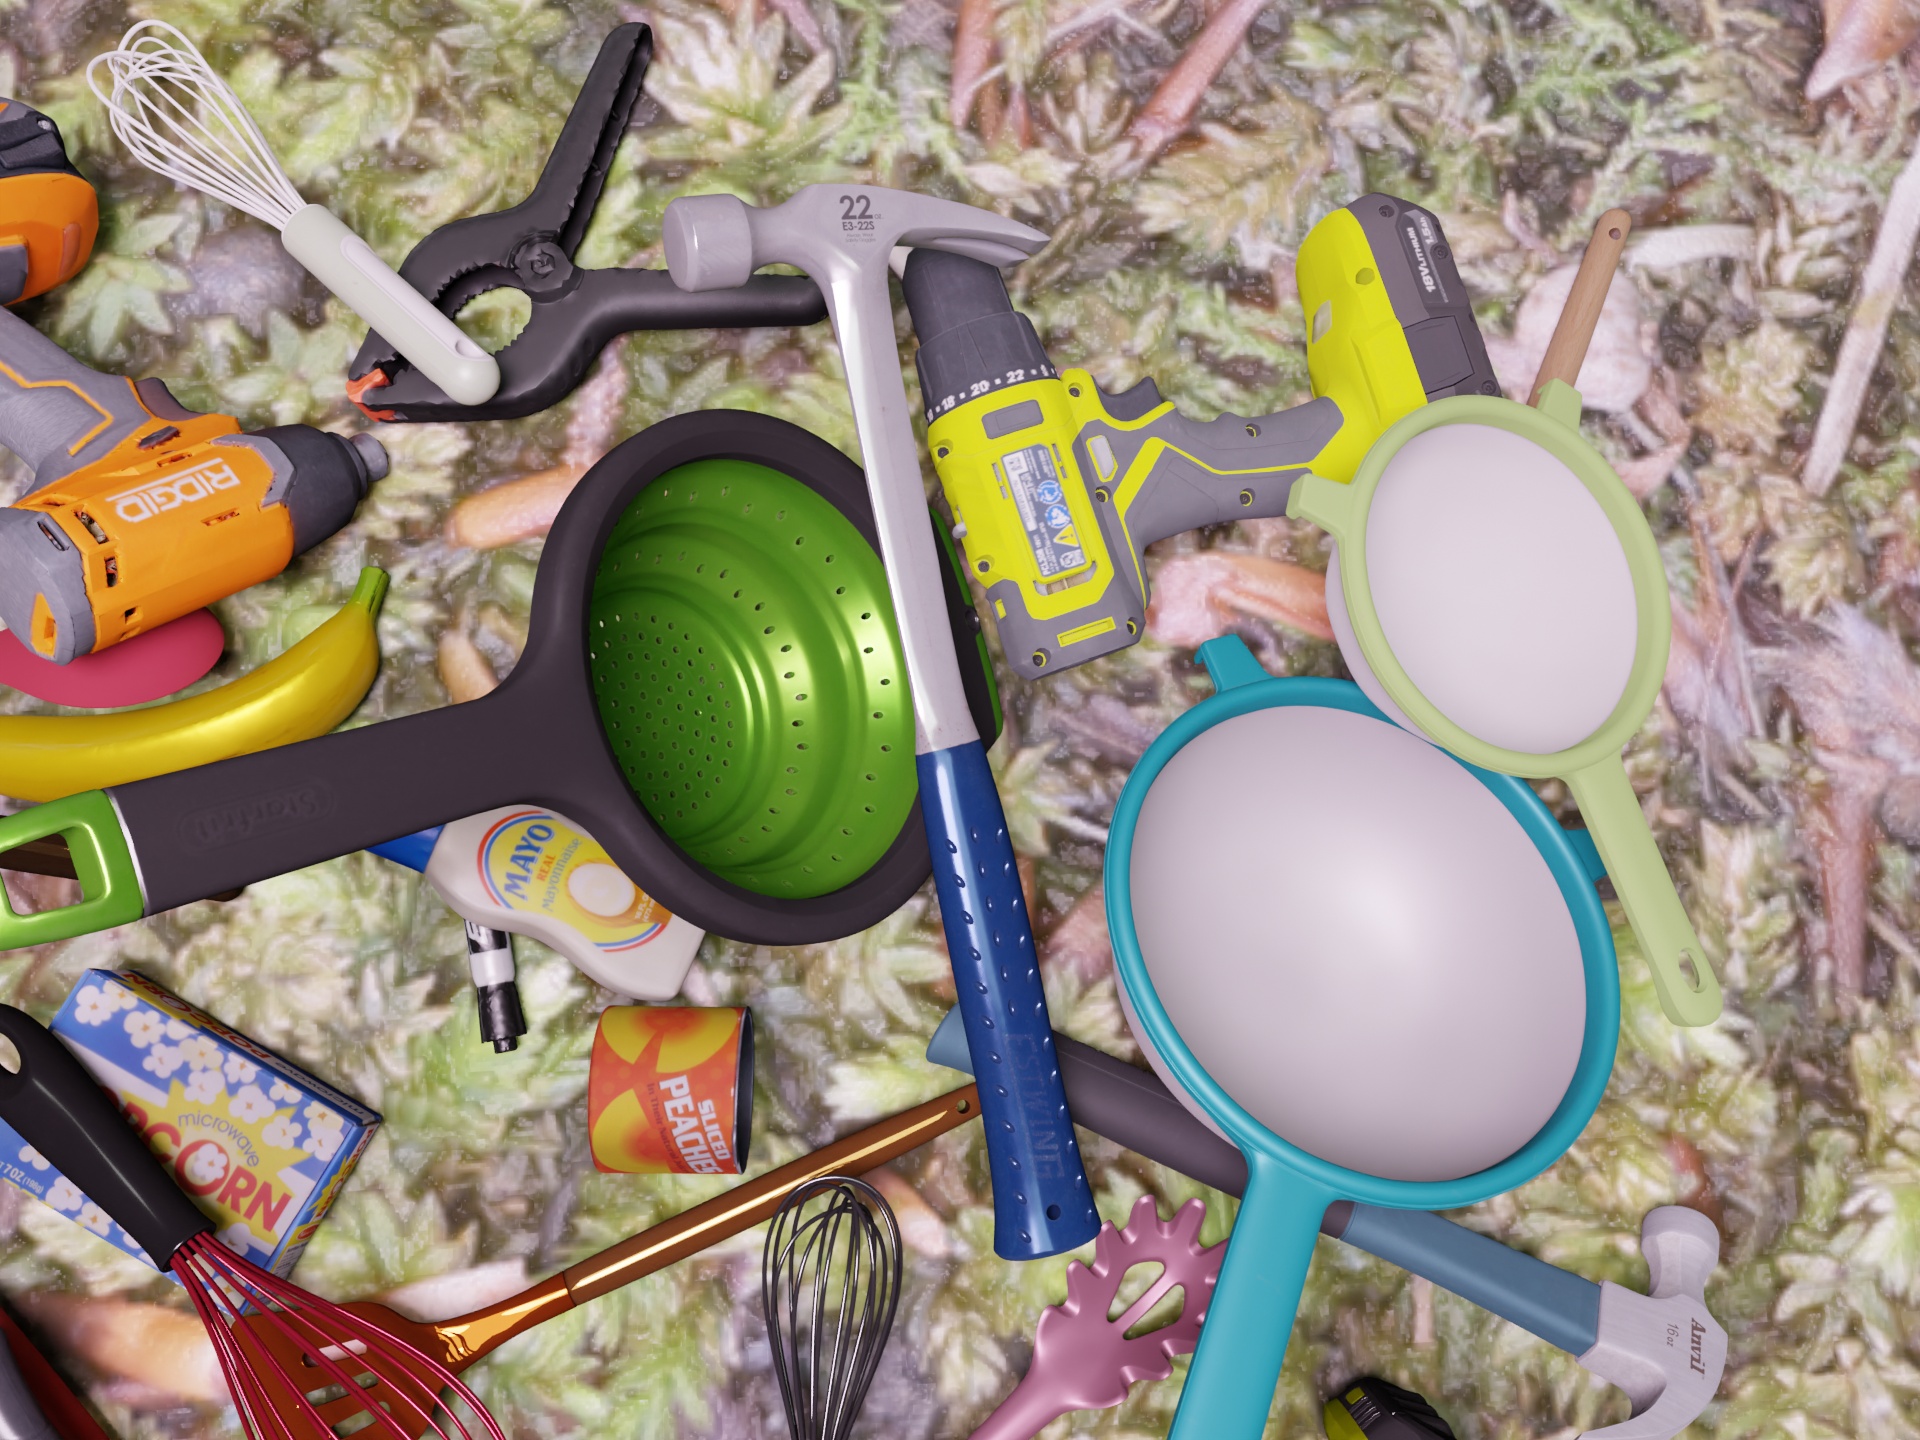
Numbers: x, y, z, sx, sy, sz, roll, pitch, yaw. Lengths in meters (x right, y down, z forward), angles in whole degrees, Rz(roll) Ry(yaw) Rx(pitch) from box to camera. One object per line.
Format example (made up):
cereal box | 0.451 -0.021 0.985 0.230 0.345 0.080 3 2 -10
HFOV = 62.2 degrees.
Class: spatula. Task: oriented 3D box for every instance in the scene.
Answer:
spatula | -0.134 0.217 0.646 0.322 0.041 0.081 -23 85 -10

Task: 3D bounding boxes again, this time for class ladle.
ladle | -0.463 -0.017 0.653 0.315 0.031 0.069 -8 47 2

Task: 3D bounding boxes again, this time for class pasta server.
pasta server | -0.016 0.297 0.601 0.316 0.040 0.060 -35 64 -21

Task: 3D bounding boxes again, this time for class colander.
colander | -0.147 0.007 0.564 0.397 0.094 0.204 -19 93 -49

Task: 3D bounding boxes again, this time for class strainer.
strainer | 0.119 0.143 0.598 0.211 0.095 0.341 27 58 -2
strainer | 0.220 0.002 0.626 0.151 0.069 0.256 -23 88 -25

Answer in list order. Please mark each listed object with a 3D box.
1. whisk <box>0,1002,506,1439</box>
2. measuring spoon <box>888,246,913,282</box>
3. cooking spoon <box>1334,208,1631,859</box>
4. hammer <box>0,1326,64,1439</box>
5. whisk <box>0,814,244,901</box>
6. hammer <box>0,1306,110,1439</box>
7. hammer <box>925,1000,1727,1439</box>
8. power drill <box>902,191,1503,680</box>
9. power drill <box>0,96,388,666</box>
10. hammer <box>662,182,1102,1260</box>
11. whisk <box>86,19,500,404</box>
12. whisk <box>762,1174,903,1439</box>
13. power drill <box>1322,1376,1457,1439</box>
whisk | -0.272 0.209 0.585 0.296 0.073 0.073 41 81 10
measuring spoon | -0.008 -0.193 0.717 0.034 0.018 0.124 -38 86 -8
cooking spoon | 0.243 -0.090 0.714 0.069 0.017 0.319 23 81 0
hammer | -0.238 0.373 0.559 0.409 0.036 0.149 44 107 8
whisk | -0.419 0.047 0.653 0.245 0.051 0.047 10 103 -5
hammer | -0.302 0.323 0.611 0.149 0.036 0.359 -42 85 -5
hammer | 0.143 0.189 0.640 0.331 0.033 0.128 24 43 7
power drill | 0.096 -0.140 0.679 0.228 0.080 0.190 -18 88 -5
power drill | -0.355 -0.142 0.647 0.226 0.084 0.164 49 46 5
hammer | -0.001 -0.002 0.602 0.144 0.035 0.405 -12 91 -23
whisk | -0.282 -0.214 0.676 0.246 0.058 0.059 41 119 12
whisk | -0.059 0.296 0.621 0.055 0.055 0.239 6 88 -2
power drill | 0.104 0.356 0.610 0.223 0.080 0.171 -25 84 -3
